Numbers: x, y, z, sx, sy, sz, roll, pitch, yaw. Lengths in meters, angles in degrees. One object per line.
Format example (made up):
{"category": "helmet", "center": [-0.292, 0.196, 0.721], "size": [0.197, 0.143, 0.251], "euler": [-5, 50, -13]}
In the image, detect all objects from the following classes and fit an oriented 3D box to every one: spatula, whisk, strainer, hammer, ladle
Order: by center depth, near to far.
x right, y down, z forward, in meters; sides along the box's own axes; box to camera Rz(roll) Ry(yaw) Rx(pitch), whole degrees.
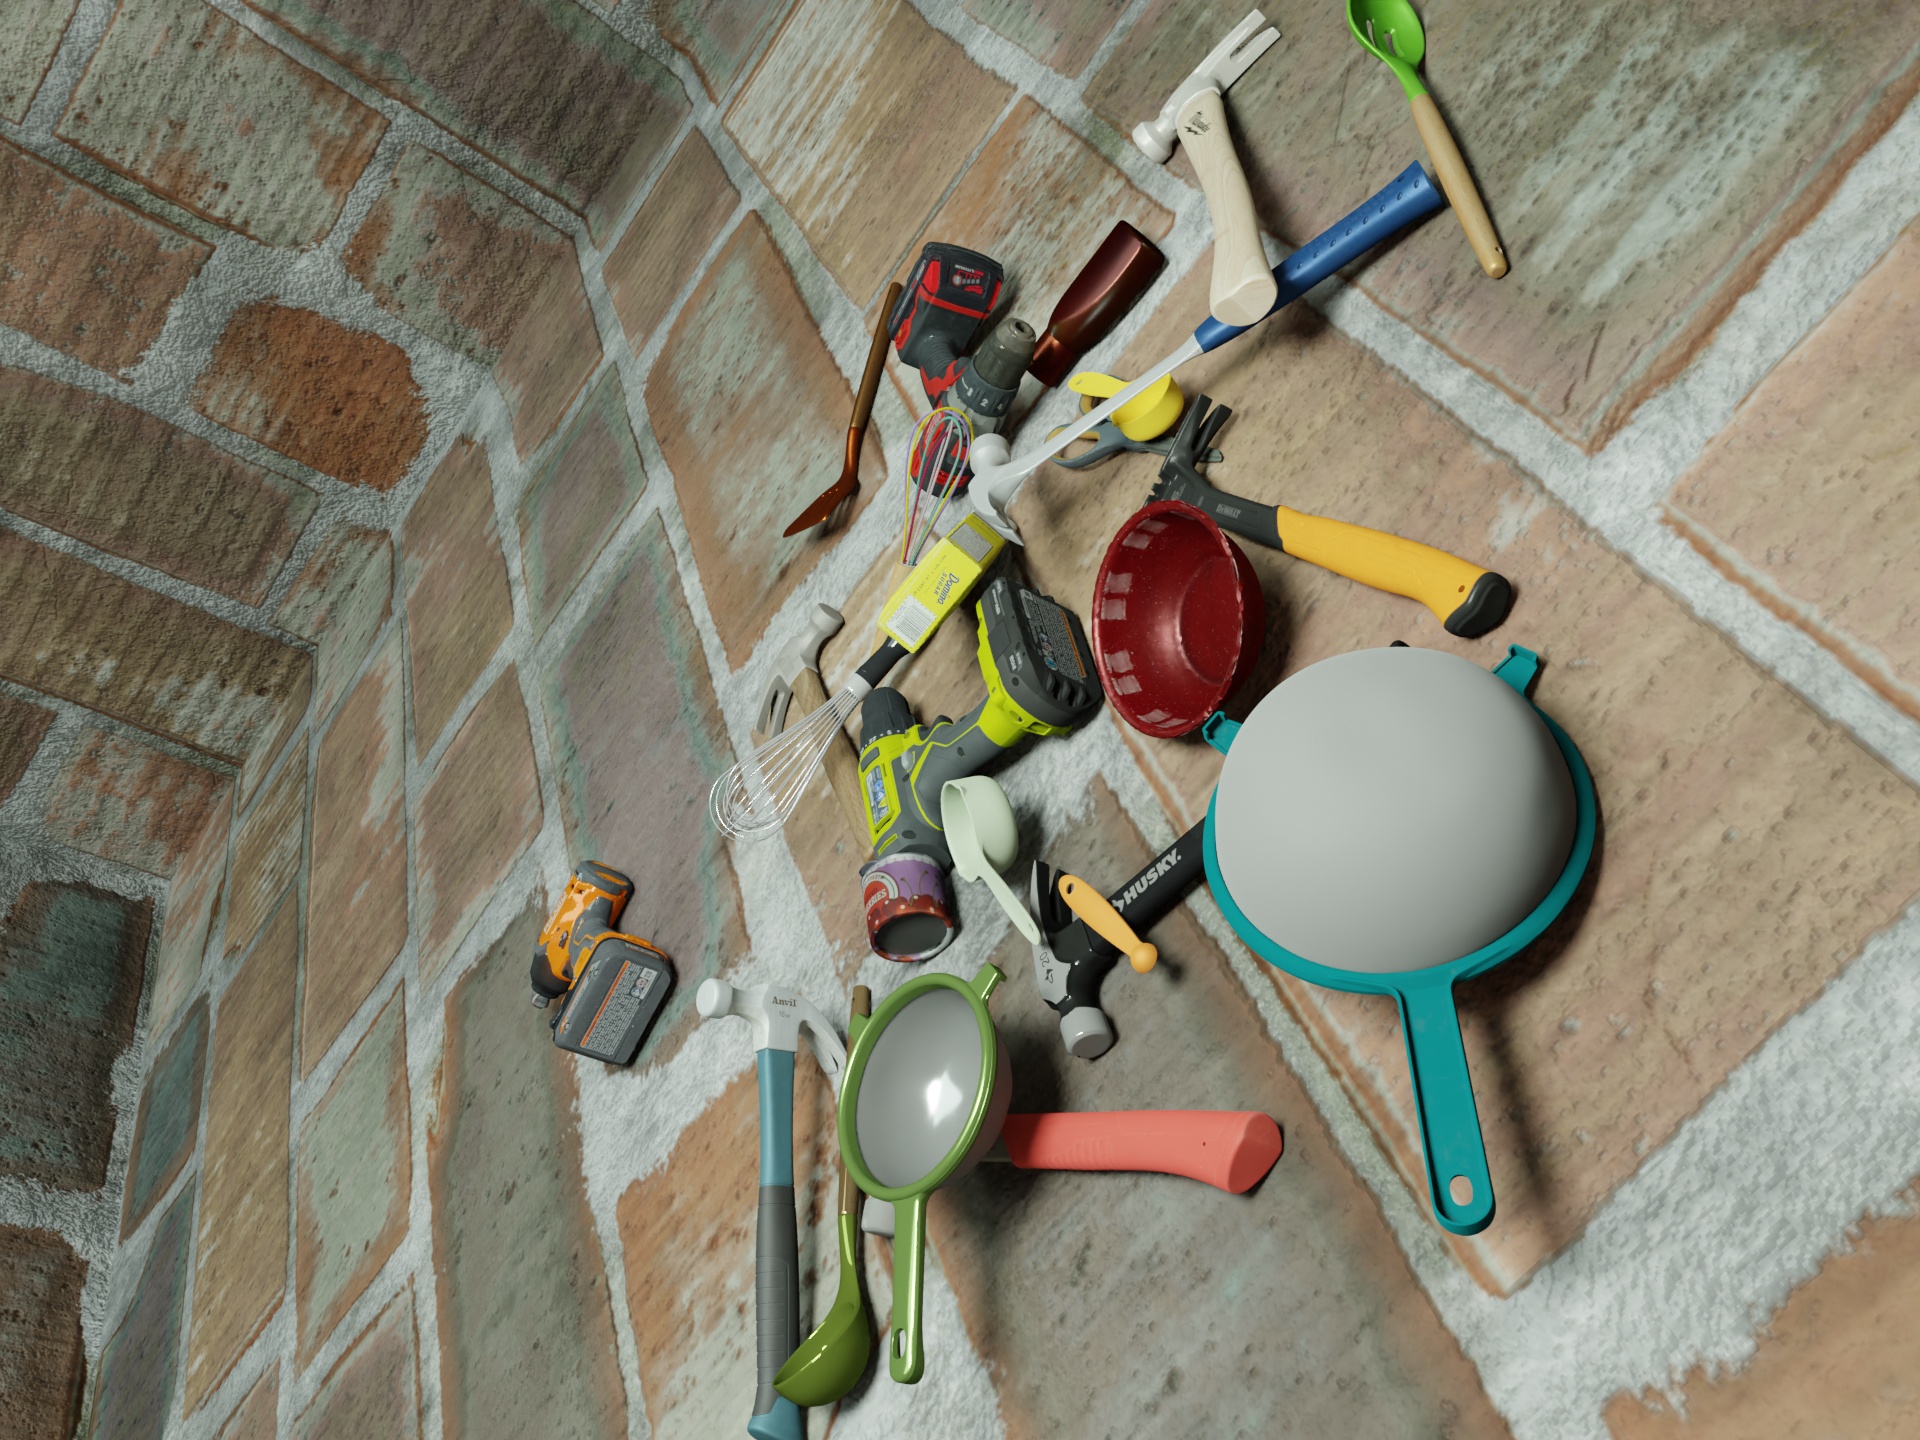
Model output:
{"category": "strainer", "center": [0.221, 0.081, 0.807], "size": [0.211, 0.095, 0.341], "euler": [-13, 47, 17]}
{"category": "strainer", "center": [-0.011, 0.293, 1.023], "size": [0.151, 0.069, 0.257], "euler": [-28, 48, 39]}
{"category": "hammer", "center": [0.166, 0.068, 1.029], "size": [0.334, 0.035, 0.146], "euler": [-45, 38, 25]}
{"category": "hammer", "center": [0.059, 0.265, 1.040], "size": [0.359, 0.036, 0.149], "euler": [-18, 54, 48]}
{"category": "hammer", "center": [0.236, -0.130, 1.063], "size": [0.337, 0.034, 0.127], "euler": [35, 103, 55]}
{"category": "ladle", "center": [-0.093, 0.339, 1.179], "size": [0.078, 0.062, 0.320], "euler": [-44, 34, 44]}
{"category": "hammer", "center": [0.170, -0.271, 1.180], "size": [0.405, 0.035, 0.144], "euler": [-33, 32, 22]}
{"category": "hammer", "center": [-0.138, 0.362, 1.188], "size": [0.033, 0.128, 0.331], "euler": [-27, 57, 43]}
{"category": "hammer", "center": [0.210, -0.427, 1.236], "size": [0.146, 0.038, 0.411], "euler": [-41, 29, 29]}
{"category": "whisk", "center": [-0.111, -0.005, 1.386], "size": [0.284, 0.070, 0.070], "euler": [-48, 32, -10]}
{"category": "whisk", "center": [-0.037, -0.157, 1.402], "size": [0.051, 0.047, 0.245], "euler": [33, 117, 35]}
{"category": "hammer", "center": [-0.117, 0.025, 1.444], "size": [0.130, 0.031, 0.332], "euler": [-51, 36, 17]}
{"category": "spatula", "center": [-0.111, -0.329, 1.665], "size": [0.081, 0.041, 0.323], "euler": [-13, 57, 50]}

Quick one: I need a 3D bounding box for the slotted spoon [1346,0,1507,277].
{"category": "slotted spoon", "center": [0.331, -0.422, 1.126], "size": [0.031, 0.070, 0.314], "euler": [124, 146, -48]}

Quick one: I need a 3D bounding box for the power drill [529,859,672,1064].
{"category": "power drill", "center": [-0.375, 0.253, 1.598], "size": [0.164, 0.084, 0.227], "euler": [-61, 29, 5]}

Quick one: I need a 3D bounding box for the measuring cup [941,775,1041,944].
{"category": "measuring cup", "center": [0.033, 0.101, 1.135], "size": [0.168, 0.038, 0.083], "euler": [-127, 30, -49]}

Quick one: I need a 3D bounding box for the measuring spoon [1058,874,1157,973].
{"category": "measuring spoon", "center": [0.093, 0.130, 1.043], "size": [0.021, 0.011, 0.117], "euler": [-59, 35, 7]}

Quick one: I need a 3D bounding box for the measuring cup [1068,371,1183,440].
{"category": "measuring cup", "center": [0.130, -0.259, 1.285], "size": [0.062, 0.029, 0.157], "euler": [-47, 28, -1]}

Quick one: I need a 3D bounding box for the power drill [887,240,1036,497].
{"category": "power drill", "center": [0.004, -0.339, 1.451], "size": [0.187, 0.080, 0.227], "euler": [125, 147, -44]}

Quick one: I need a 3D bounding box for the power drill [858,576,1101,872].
{"category": "power drill", "center": [-0.002, -0.004, 1.269], "size": [0.228, 0.080, 0.191], "euler": [-46, 38, 29]}
